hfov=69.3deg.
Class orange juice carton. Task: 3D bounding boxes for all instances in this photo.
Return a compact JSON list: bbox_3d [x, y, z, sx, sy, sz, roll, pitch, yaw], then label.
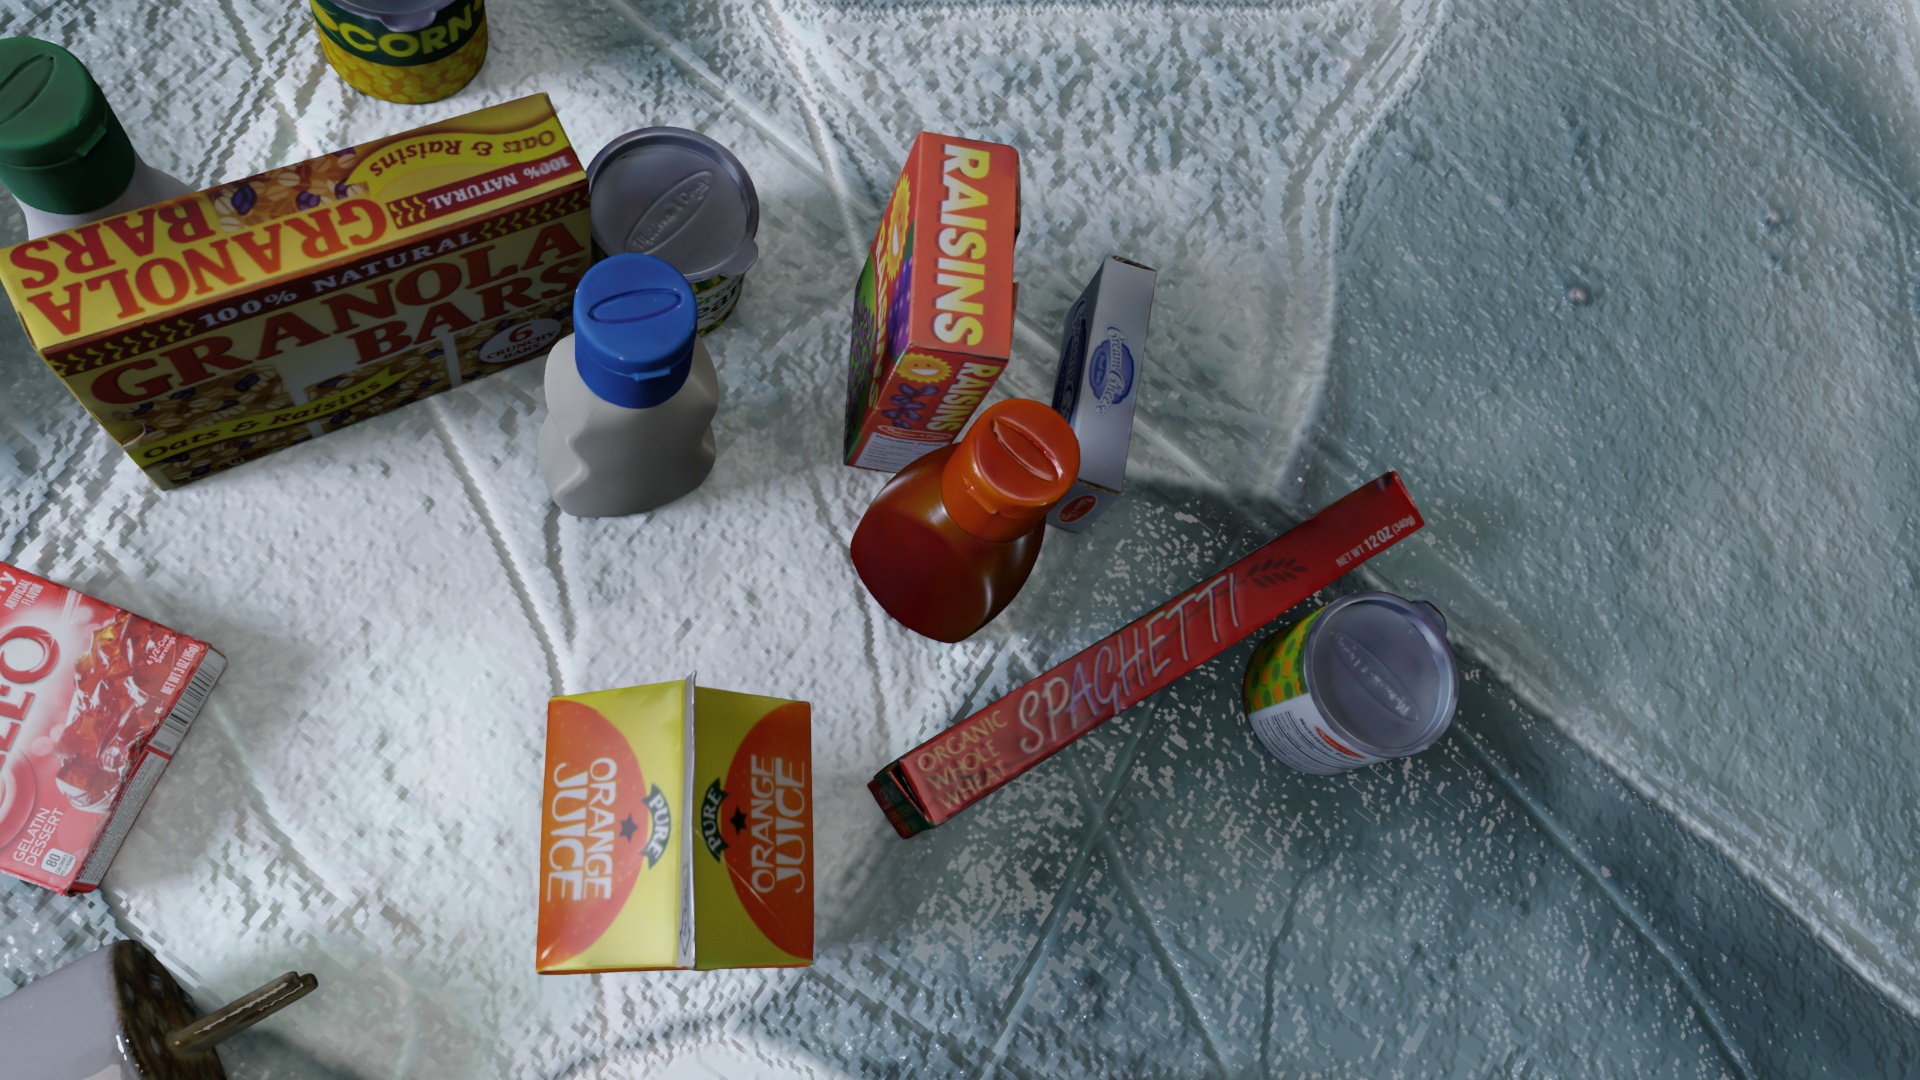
[{"bbox_3d":[-0.087,0.091,0.415,0.073,0.192,0.072,3,73,-14],"label":"orange juice carton"}]

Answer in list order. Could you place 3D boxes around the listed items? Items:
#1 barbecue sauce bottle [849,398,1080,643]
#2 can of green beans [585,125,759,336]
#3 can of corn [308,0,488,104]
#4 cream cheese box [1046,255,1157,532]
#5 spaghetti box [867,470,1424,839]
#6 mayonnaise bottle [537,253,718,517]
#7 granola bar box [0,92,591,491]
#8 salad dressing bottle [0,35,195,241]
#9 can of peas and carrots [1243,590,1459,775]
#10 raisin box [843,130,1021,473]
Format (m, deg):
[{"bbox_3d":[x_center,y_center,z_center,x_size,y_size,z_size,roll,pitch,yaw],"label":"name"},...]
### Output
[{"bbox_3d":[0.002,-0.006,0.493,0.065,0.148,0.044,43,68,1],"label":"barbecue sauce bottle"},{"bbox_3d":[-0.115,-0.118,0.547,0.071,0.057,0.071,4,72,-14],"label":"can of green beans"},{"bbox_3d":[-0.222,-0.214,0.548,0.071,0.058,0.071,4,72,-14],"label":"can of corn"},{"bbox_3d":[0.055,-0.060,0.576,0.024,0.053,0.104,15,70,-10],"label":"cream cheese box"},{"bbox_3d":[0.077,0.043,0.551,0.251,0.050,0.029,-28,82,-21],"label":"spaghetti box"},{"bbox_3d":[-0.113,-0.049,0.477,0.065,0.147,0.041,-15,78,-19],"label":"mayonnaise bottle"},{"bbox_3d":[-0.210,-0.081,0.474,0.166,0.123,0.039,-25,81,-20],"label":"granola bar box"},{"bbox_3d":[-0.277,-0.104,0.450,0.044,0.147,0.064,29,68,-5],"label":"salad dressing bottle"},{"bbox_3d":[0.158,0.057,0.563,0.071,0.058,0.071,4,72,-14],"label":"can of peas and carrots"},{"bbox_3d":[-0.013,-0.084,0.528,0.040,0.123,0.086,7,72,-13],"label":"raisin box"}]
